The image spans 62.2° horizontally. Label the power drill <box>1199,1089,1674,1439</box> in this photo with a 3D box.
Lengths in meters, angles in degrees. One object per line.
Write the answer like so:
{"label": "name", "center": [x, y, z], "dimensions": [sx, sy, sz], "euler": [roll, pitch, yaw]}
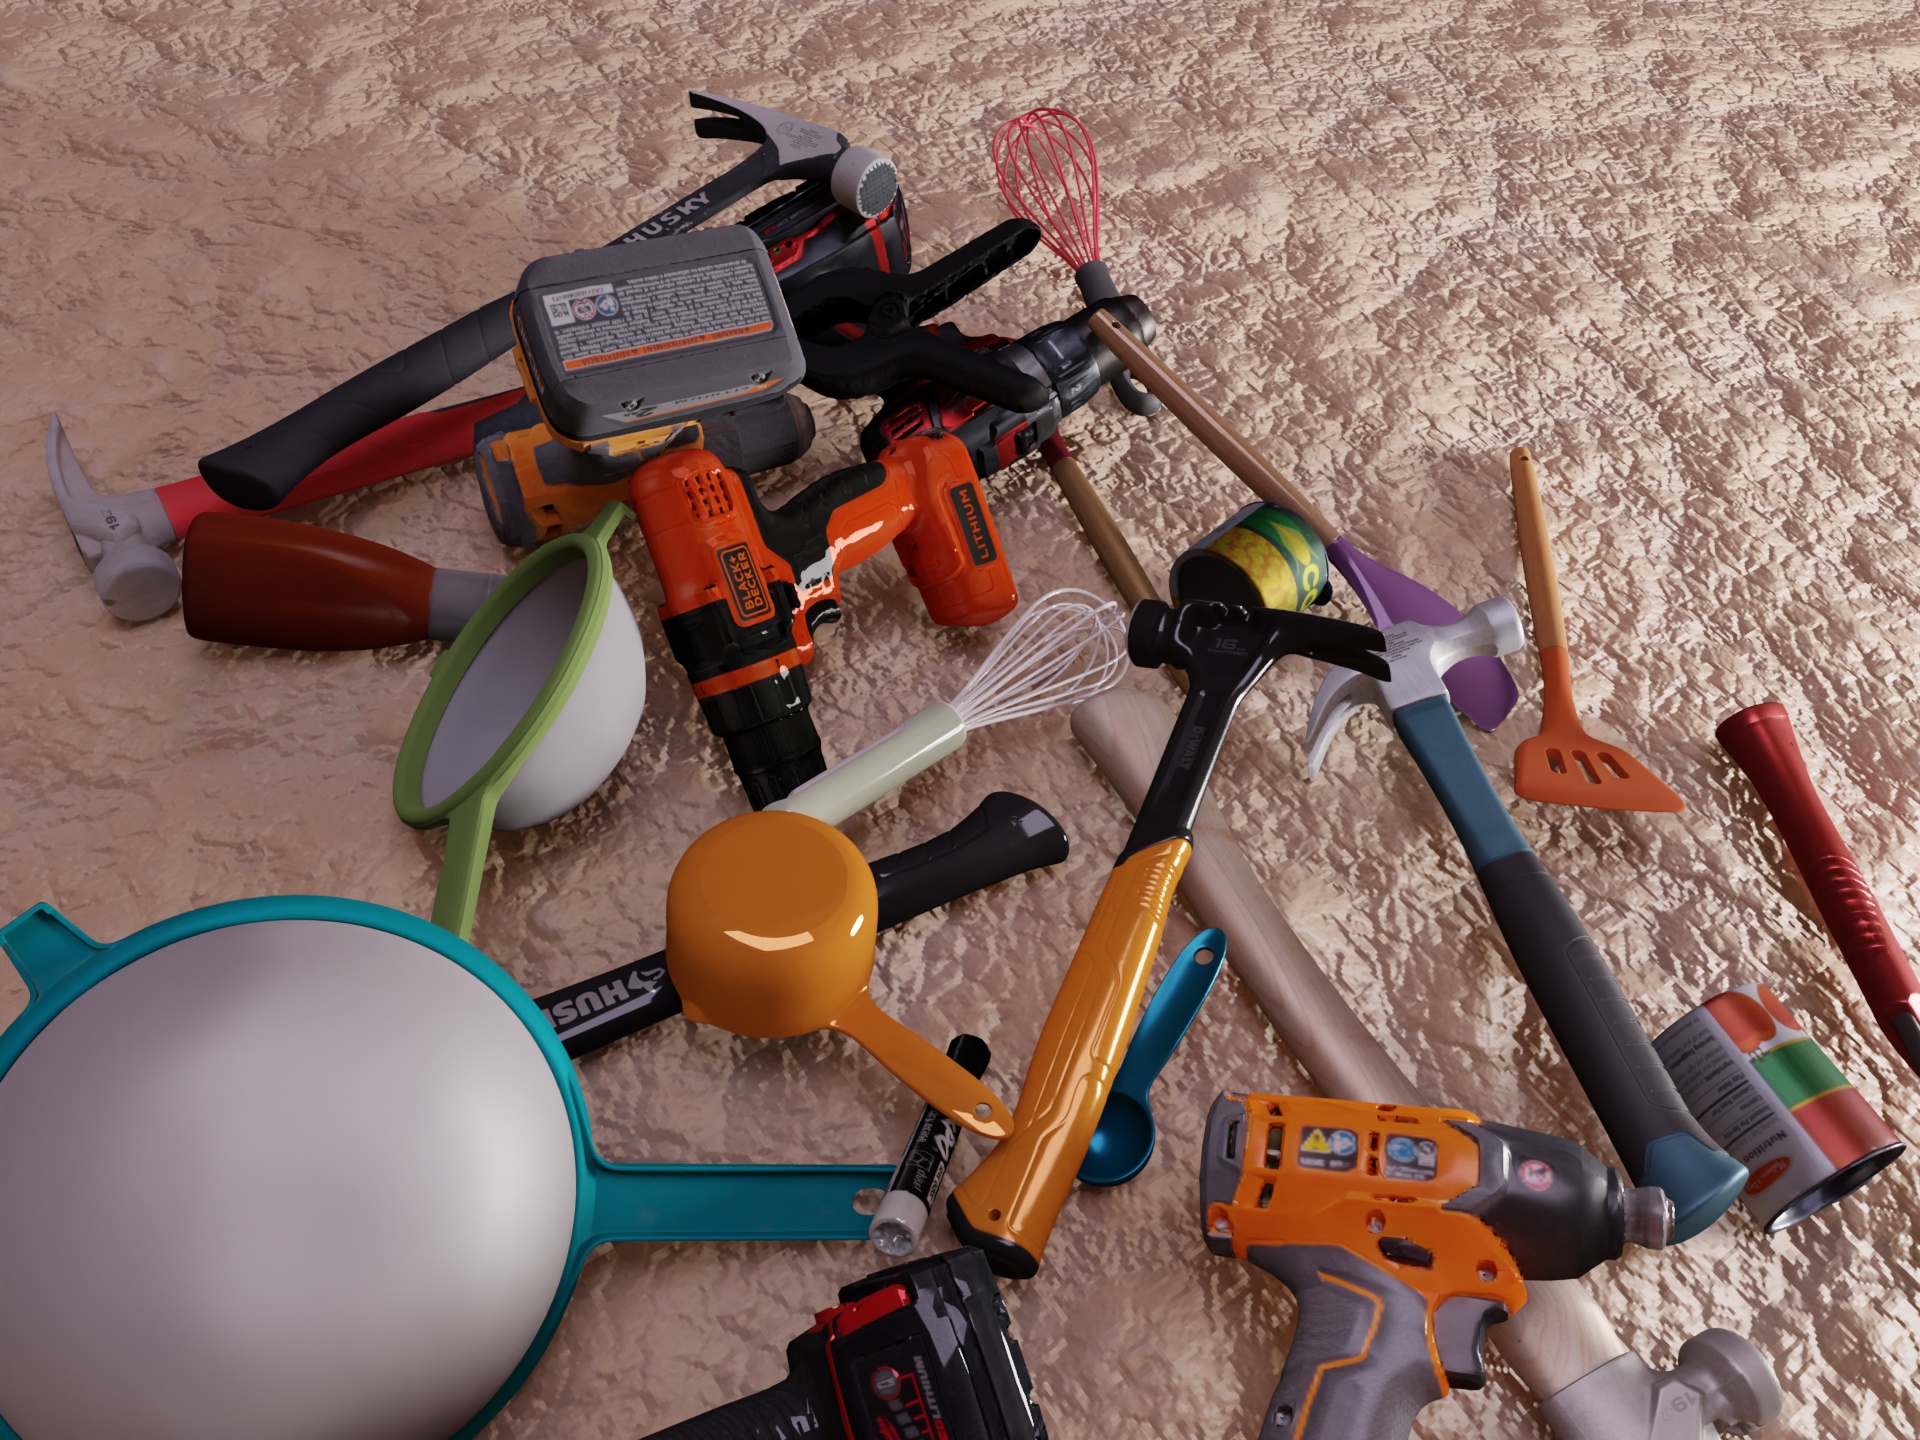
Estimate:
{"label": "power drill", "center": [0.155, 0.237, 0.534], "dimensions": [0.164, 0.084, 0.227], "euler": [0, 52, 19]}

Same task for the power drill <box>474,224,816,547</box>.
{"label": "power drill", "center": [-0.142, -0.159, 0.794], "dimensions": [0.185, 0.226, 0.084], "euler": [-17, 84, -22]}

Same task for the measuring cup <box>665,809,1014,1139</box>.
{"label": "measuring cup", "center": [-0.045, 0.100, 0.632], "dimensions": [0.174, 0.052, 0.095], "euler": [34, 51, 24]}

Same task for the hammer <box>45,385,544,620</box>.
{"label": "hammer", "center": [-0.294, -0.169, 0.890], "dimensions": [0.386, 0.038, 0.143], "euler": [-23, 54, -26]}

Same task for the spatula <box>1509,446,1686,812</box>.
{"label": "spatula", "center": [0.332, -0.059, 0.889], "dimensions": [0.081, 0.041, 0.323], "euler": [5, 46, 6]}

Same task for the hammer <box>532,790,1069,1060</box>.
{"label": "hammer", "center": [-0.098, 0.106, 0.680], "dimensions": [0.334, 0.035, 0.146], "euler": [-20, 54, -25]}

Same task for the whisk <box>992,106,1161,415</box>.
{"label": "whisk", "center": [0.082, -0.312, 1.067], "dimensions": [0.073, 0.073, 0.296], "euler": [-7, 57, -15]}

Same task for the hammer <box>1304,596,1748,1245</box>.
{"label": "hammer", "center": [0.255, 0.076, 0.722], "dimensions": [0.128, 0.033, 0.331], "euler": [-19, 47, 4]}

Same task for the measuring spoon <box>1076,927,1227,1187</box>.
{"label": "measuring spoon", "center": [0.083, 0.143, 0.672], "dimensions": [0.042, 0.021, 0.129], "euler": [17, 56, 30]}

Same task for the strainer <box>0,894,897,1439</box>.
{"label": "strainer", "center": [-0.155, 0.167, 0.530], "dimensions": [0.340, 0.095, 0.211], "euler": [7, 79, -23]}

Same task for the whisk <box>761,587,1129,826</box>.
{"label": "whisk", "center": [-0.001, -0.002, 0.765], "dimensions": [0.246, 0.057, 0.059], "euler": [-32, 84, -37]}

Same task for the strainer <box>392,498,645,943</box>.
{"label": "strainer", "center": [-0.183, 0.033, 0.683], "dimensions": [0.069, 0.151, 0.257], "euler": [35, 35, -33]}

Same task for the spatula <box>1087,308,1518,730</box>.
{"label": "spatula", "center": [0.187, -0.116, 0.877], "dimensions": [0.316, 0.018, 0.060], "euler": [45, 54, 5]}

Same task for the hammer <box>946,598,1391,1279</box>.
{"label": "hammer", "center": [0.083, 0.080, 0.686], "dimensions": [0.127, 0.034, 0.337], "euler": [9, 54, 27]}

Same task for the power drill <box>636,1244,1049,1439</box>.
{"label": "power drill", "center": [-0.090, 0.239, 0.490], "dimensions": [0.219, 0.143, 0.079], "euler": [-14, 73, -22]}

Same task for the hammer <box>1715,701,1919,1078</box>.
{"label": "hammer", "center": [0.425, 0.123, 0.722], "dimensions": [0.149, 0.036, 0.359], "euler": [40, 31, -27]}

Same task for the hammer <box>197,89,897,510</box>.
{"label": "hammer", "center": [-0.228, -0.236, 0.871], "dimensions": [0.149, 0.036, 0.409], "euler": [36, 61, 27]}

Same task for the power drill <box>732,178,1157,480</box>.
{"label": "power drill", "center": [-0.014, -0.241, 0.947], "dimensions": [0.188, 0.080, 0.227], "euler": [-34, 62, -11]}

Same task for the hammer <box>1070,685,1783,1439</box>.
{"label": "hammer", "center": [0.152, 0.141, 0.688], "dimensions": [0.146, 0.038, 0.411], "euler": [-18, 53, -21]}

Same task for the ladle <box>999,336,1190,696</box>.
{"label": "ladle", "center": [0.069, -0.129, 0.921], "dimensions": [0.069, 0.031, 0.316], "euler": [-16, 55, -14]}
